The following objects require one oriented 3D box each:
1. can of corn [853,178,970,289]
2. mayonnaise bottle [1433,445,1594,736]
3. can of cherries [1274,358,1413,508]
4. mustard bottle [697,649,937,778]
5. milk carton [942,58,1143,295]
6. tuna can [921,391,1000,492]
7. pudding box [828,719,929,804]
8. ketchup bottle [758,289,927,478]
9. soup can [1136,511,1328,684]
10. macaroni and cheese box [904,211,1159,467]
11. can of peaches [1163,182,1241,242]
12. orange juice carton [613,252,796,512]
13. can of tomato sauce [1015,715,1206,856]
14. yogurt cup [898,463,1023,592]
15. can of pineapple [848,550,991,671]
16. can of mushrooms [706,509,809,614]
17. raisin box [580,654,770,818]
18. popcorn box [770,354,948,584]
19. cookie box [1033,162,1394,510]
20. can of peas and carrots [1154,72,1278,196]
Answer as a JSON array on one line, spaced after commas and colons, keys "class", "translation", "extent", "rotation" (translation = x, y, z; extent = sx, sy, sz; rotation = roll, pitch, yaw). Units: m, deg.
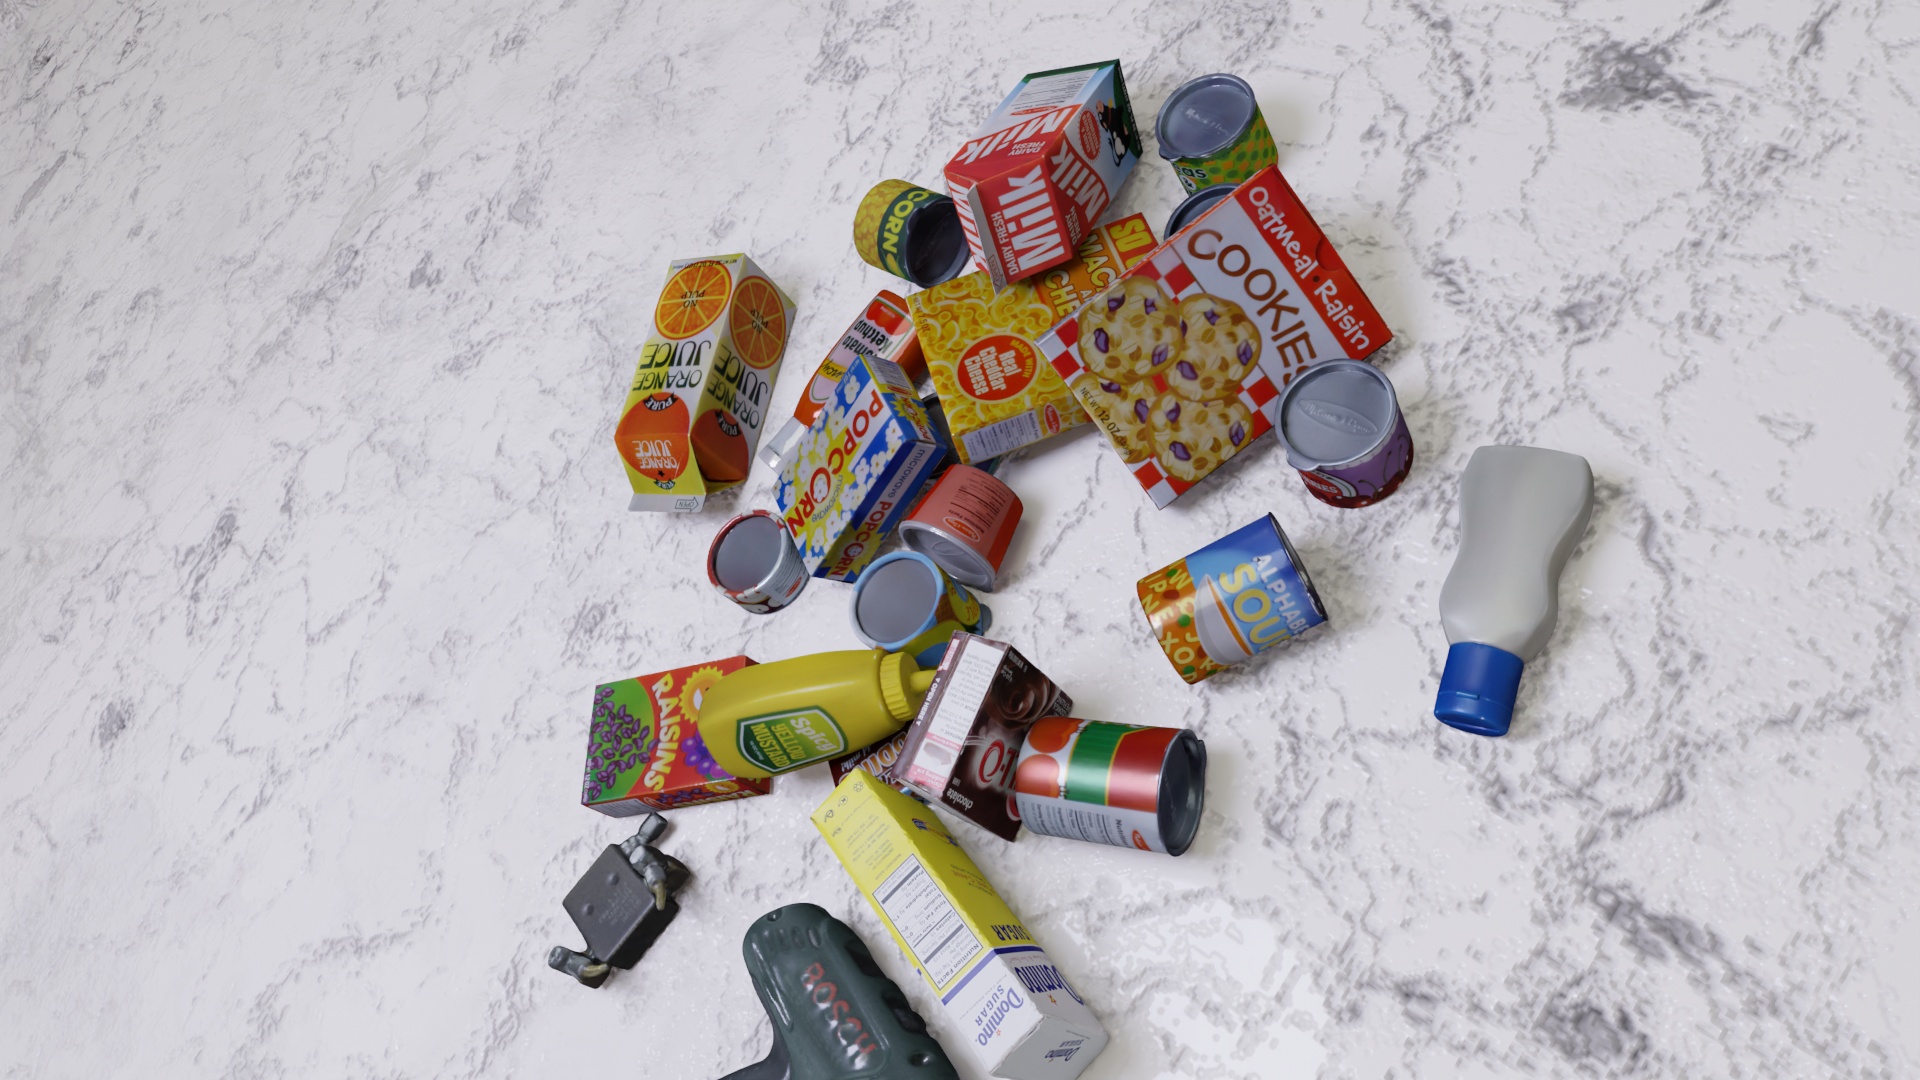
[{"class": "can of corn", "translation": [-0.035, -0.220, 0.988], "extent": [0.058, 0.071, 0.071], "rotation": [29, 82, 37]}, {"class": "mayonnaise bottle", "translation": [0.277, 0.025, 0.709], "extent": [0.065, 0.041, 0.148], "rotation": [10, 71, 34]}, {"class": "can of cherries", "translation": [0.213, -0.057, 0.775], "extent": [0.071, 0.058, 0.072], "rotation": [-12, 61, 22]}, {"class": "mustard bottle", "translation": [-0.073, 0.095, 0.814], "extent": [0.160, 0.065, 0.049], "rotation": [-17, 35, 17]}, {"class": "milk carton", "translation": [0.050, -0.238, 0.904], "extent": [0.073, 0.072, 0.191], "rotation": [1, 39, 29]}, {"class": "tuna can", "translation": [-0.006, -0.065, 0.914], "extent": [0.071, 0.032, 0.071], "rotation": [-12, 60, 23]}, {"class": "pudding box", "translation": [-0.034, 0.134, 0.828], "extent": [0.083, 0.030, 0.050], "rotation": [-29, 55, 13]}, {"class": "ketchup bottle", "translation": [-0.079, -0.103, 0.968], "extent": [0.149, 0.043, 0.065], "rotation": [-49, 52, -1]}, {"class": "soup can", "translation": [0.148, 0.034, 0.756], "extent": [0.083, 0.071, 0.071], "rotation": [-29, 55, 14]}, {"class": "macaroni and cheese box", "translation": [0.061, -0.130, 0.884], "extent": [0.166, 0.040, 0.124], "rotation": [-20, 56, 2]}, {"class": "can of peaches", "translation": [0.166, -0.176, 0.862], "extent": [0.071, 0.058, 0.071], "rotation": [-12, 61, 23]}, {"class": "orange juice carton", "translation": [-0.190, -0.107, 1.012], "extent": [0.072, 0.073, 0.193], "rotation": [0, 66, 29]}, {"class": "can of tomato sauce", "translation": [0.081, 0.129, 0.745], "extent": [0.083, 0.071, 0.071], "rotation": [2, 67, 30]}, {"class": "yogurt cup", "translation": [0.003, -0.011, 0.863], "extent": [0.072, 0.072, 0.054], "rotation": [18, 67, 34]}, {"class": "can of pineapple", "translation": [-0.026, 0.045, 0.852], "extent": [0.071, 0.057, 0.071], "rotation": [-13, 60, 23]}, {"class": "can of mushrooms", "translation": [-0.139, 0.014, 0.946], "extent": [0.071, 0.033, 0.071], "rotation": [-12, 61, 23]}, {"class": "raisin box", "translation": [-0.183, 0.129, 0.906], "extent": [0.123, 0.040, 0.086], "rotation": [-13, 59, 24]}, {"class": "popcorn box", "translation": [-0.068, -0.046, 0.904], "extent": [0.126, 0.038, 0.085], "rotation": [-53, 48, 29]}, {"class": "cookie box", "translation": [0.146, -0.117, 0.809], "extent": [0.167, 0.040, 0.123], "rotation": [-37, 98, 7]}, {"class": "can of peas and carrots", "translation": [0.166, -0.257, 0.904], "extent": [0.071, 0.058, 0.071], "rotation": [-13, 60, 24]}]
